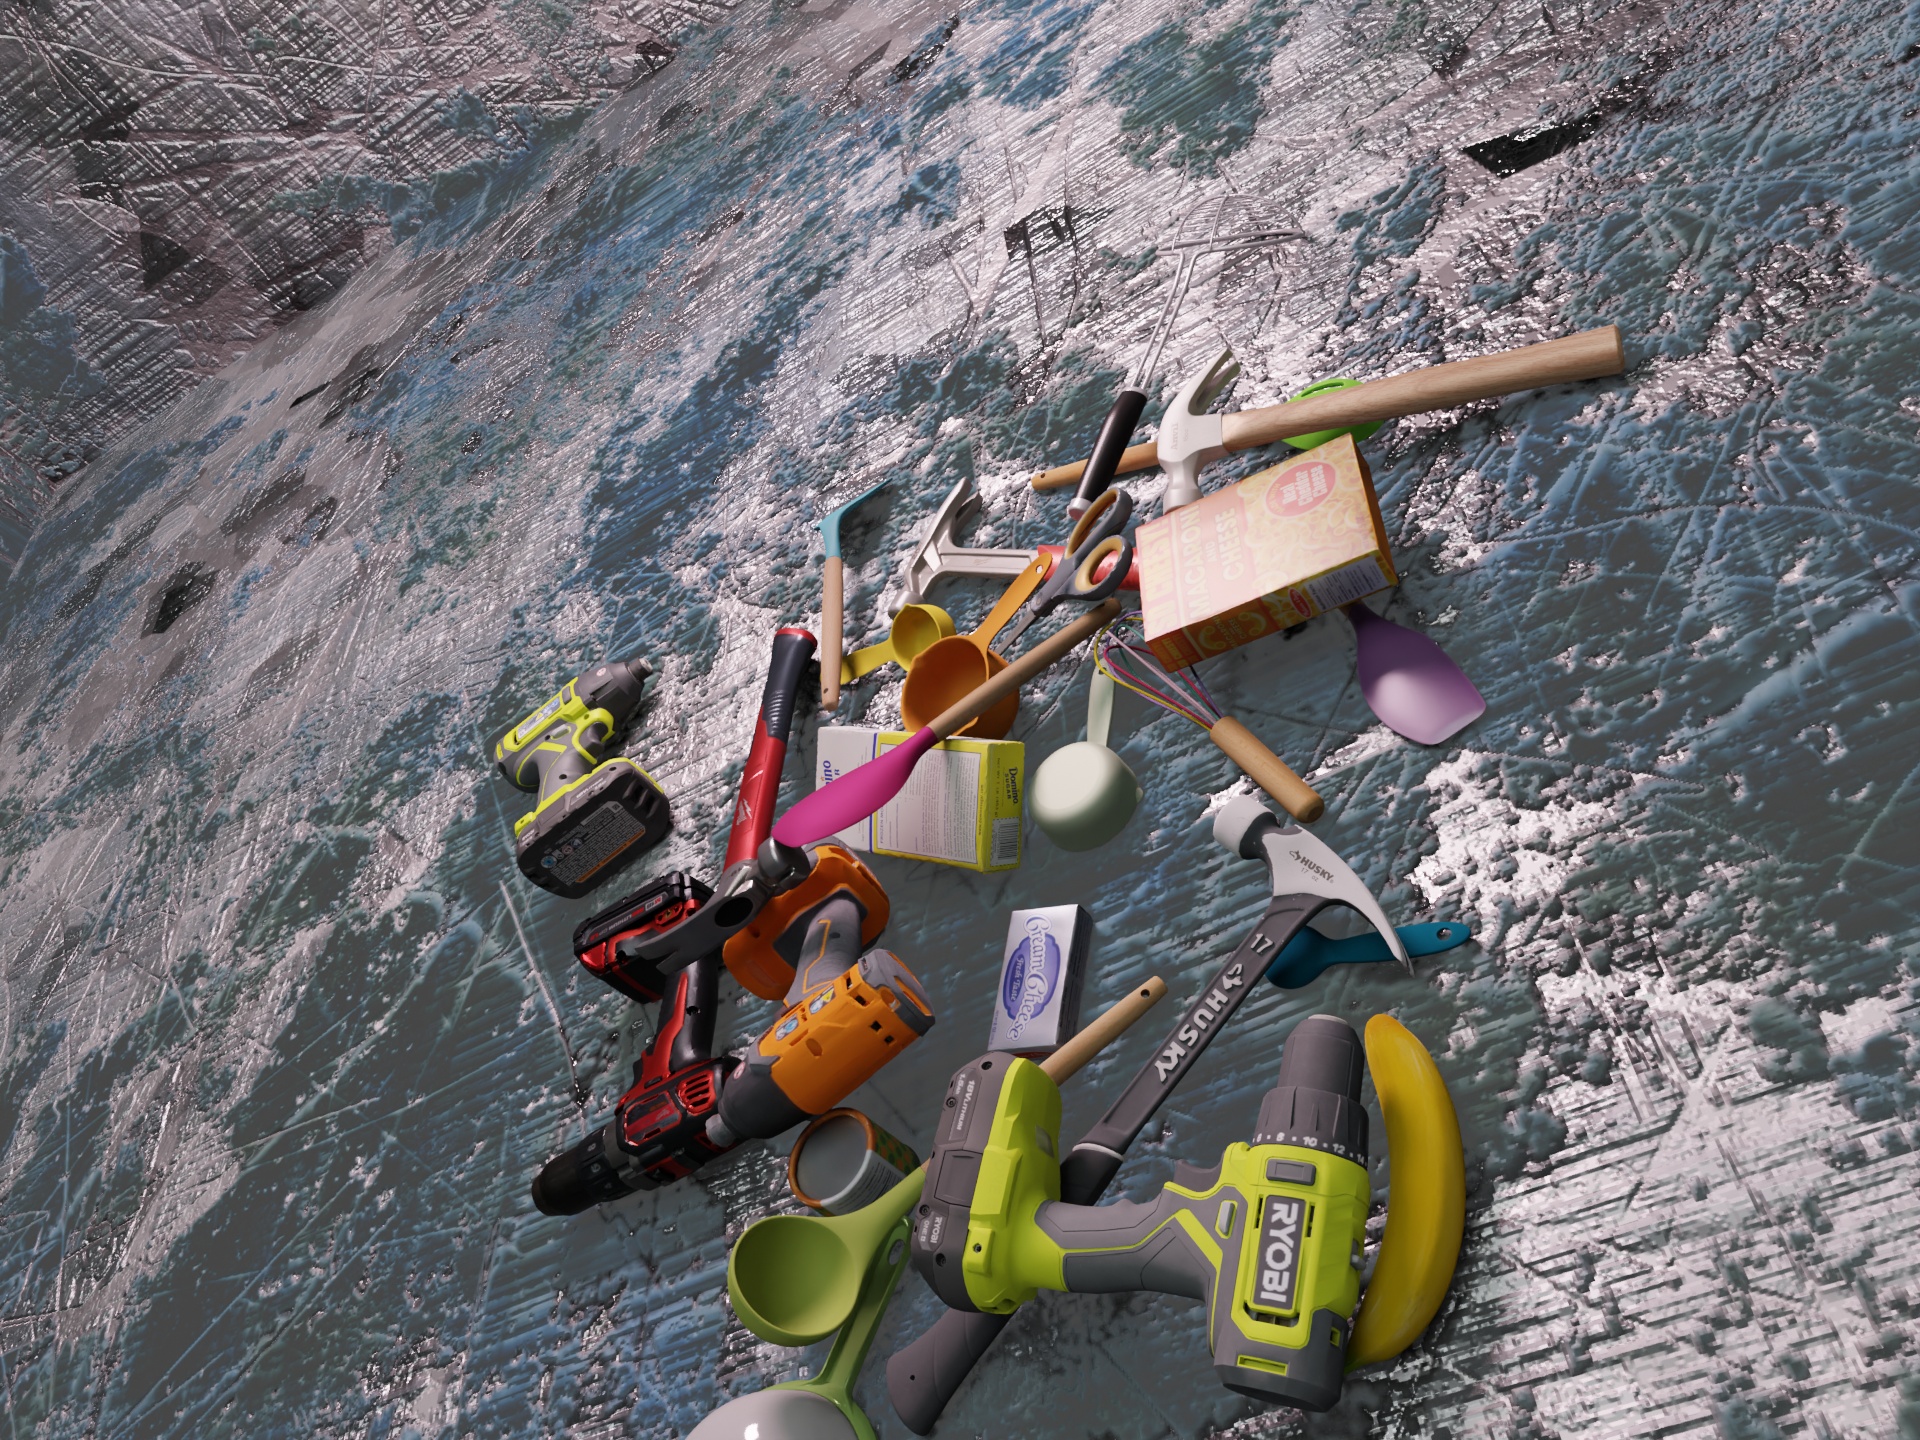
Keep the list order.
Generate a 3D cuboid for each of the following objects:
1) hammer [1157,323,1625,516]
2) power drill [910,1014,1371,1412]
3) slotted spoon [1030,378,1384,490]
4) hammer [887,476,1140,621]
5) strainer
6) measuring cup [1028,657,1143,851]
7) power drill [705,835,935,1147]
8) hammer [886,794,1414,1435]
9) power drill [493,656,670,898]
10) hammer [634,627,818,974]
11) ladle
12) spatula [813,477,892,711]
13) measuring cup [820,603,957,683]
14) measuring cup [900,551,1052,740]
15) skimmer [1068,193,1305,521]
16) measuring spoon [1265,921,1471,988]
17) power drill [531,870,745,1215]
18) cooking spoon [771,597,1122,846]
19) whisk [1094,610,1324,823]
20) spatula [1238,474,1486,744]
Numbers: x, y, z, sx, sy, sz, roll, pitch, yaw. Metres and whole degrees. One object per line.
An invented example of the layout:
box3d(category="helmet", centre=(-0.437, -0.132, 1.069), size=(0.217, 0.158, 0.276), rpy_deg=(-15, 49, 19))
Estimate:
box3d(category="hammer", centre=(0.303, -0.234, 1.155), size=(0.331, 0.031, 0.130), rpy_deg=(-9, 65, 24))
box3d(category="power drill", centre=(0.103, 0.243, 0.842), size=(0.228, 0.080, 0.191), rpy_deg=(0, 60, 28))
box3d(category="slotted spoon", centre=(0.187, -0.221, 1.278), size=(0.314, 0.031, 0.070), rpy_deg=(-8, 55, 37))
box3d(category="hammer", centre=(0.099, -0.129, 1.261), size=(0.359, 0.036, 0.149), rpy_deg=(7, 60, 44))
box3d(category="strainer", centre=(-0.099, 0.401, 0.923), size=(0.151, 0.069, 0.256), rpy_deg=(6, 61, 43))
box3d(category="measuring cup", centre=(0.089, 0.013, 1.137), size=(0.083, 0.038, 0.168), rpy_deg=(-14, 50, 31))
box3d(category="power drill", centre=(-0.110, 0.184, 1.077), size=(0.164, 0.084, 0.227), rpy_deg=(-39, 23, 5))
box3d(category="hammer", centre=(0.096, 0.238, 0.918), size=(0.149, 0.036, 0.409), rpy_deg=(35, 85, 40))
box3d(category="power drill", centre=(-0.339, 0.041, 1.443), size=(0.171, 0.080, 0.223), rpy_deg=(-37, 37, 7))
box3d(category="hammer", centre=(-0.165, 0.040, 1.254), size=(0.143, 0.038, 0.387), rpy_deg=(-37, 24, 20))
box3d(category="ladle", centre=(0.000, 0.253, 0.950), size=(0.320, 0.062, 0.078), rpy_deg=(-37, 65, -12))
box3d(category="spatula", centre=(-0.103, -0.116, 1.398), size=(0.082, 0.044, 0.318), rpy_deg=(-27, 40, 22))
box3d(category="measuring cup", centre=(-0.061, -0.055, 1.333), size=(0.156, 0.029, 0.062), rpy_deg=(-19, 84, 45))
box3d(category="measuring cup", centre=(0.028, -0.048, 1.208), size=(0.173, 0.052, 0.095), rpy_deg=(-52, 46, 8))
box3d(category="skimmer", centre=(0.180, -0.301, 1.324), size=(0.127, 0.090, 0.363), rpy_deg=(8, 65, 39))
box3d(category="measuring spoon", centre=(0.232, 0.129, 0.929), size=(0.128, 0.021, 0.042), rpy_deg=(-14, 47, 33))
box3d(category="power drill", centre=(-0.238, 0.244, 1.178), size=(0.188, 0.080, 0.227), rpy_deg=(-30, 44, 16))
box3d(category="cooking spoon", centre=(-0.002, -0.004, 1.124), size=(0.319, 0.017, 0.069), rpy_deg=(-35, 29, -24))
box3d(category="whisk", centre=(0.165, -0.002, 1.089), size=(0.047, 0.051, 0.245), rpy_deg=(-16, 39, -22))
box3d(category="spatula", centre=(0.261, -0.088, 1.102), size=(0.060, 0.018, 0.316), rpy_deg=(-35, 41, 9))
